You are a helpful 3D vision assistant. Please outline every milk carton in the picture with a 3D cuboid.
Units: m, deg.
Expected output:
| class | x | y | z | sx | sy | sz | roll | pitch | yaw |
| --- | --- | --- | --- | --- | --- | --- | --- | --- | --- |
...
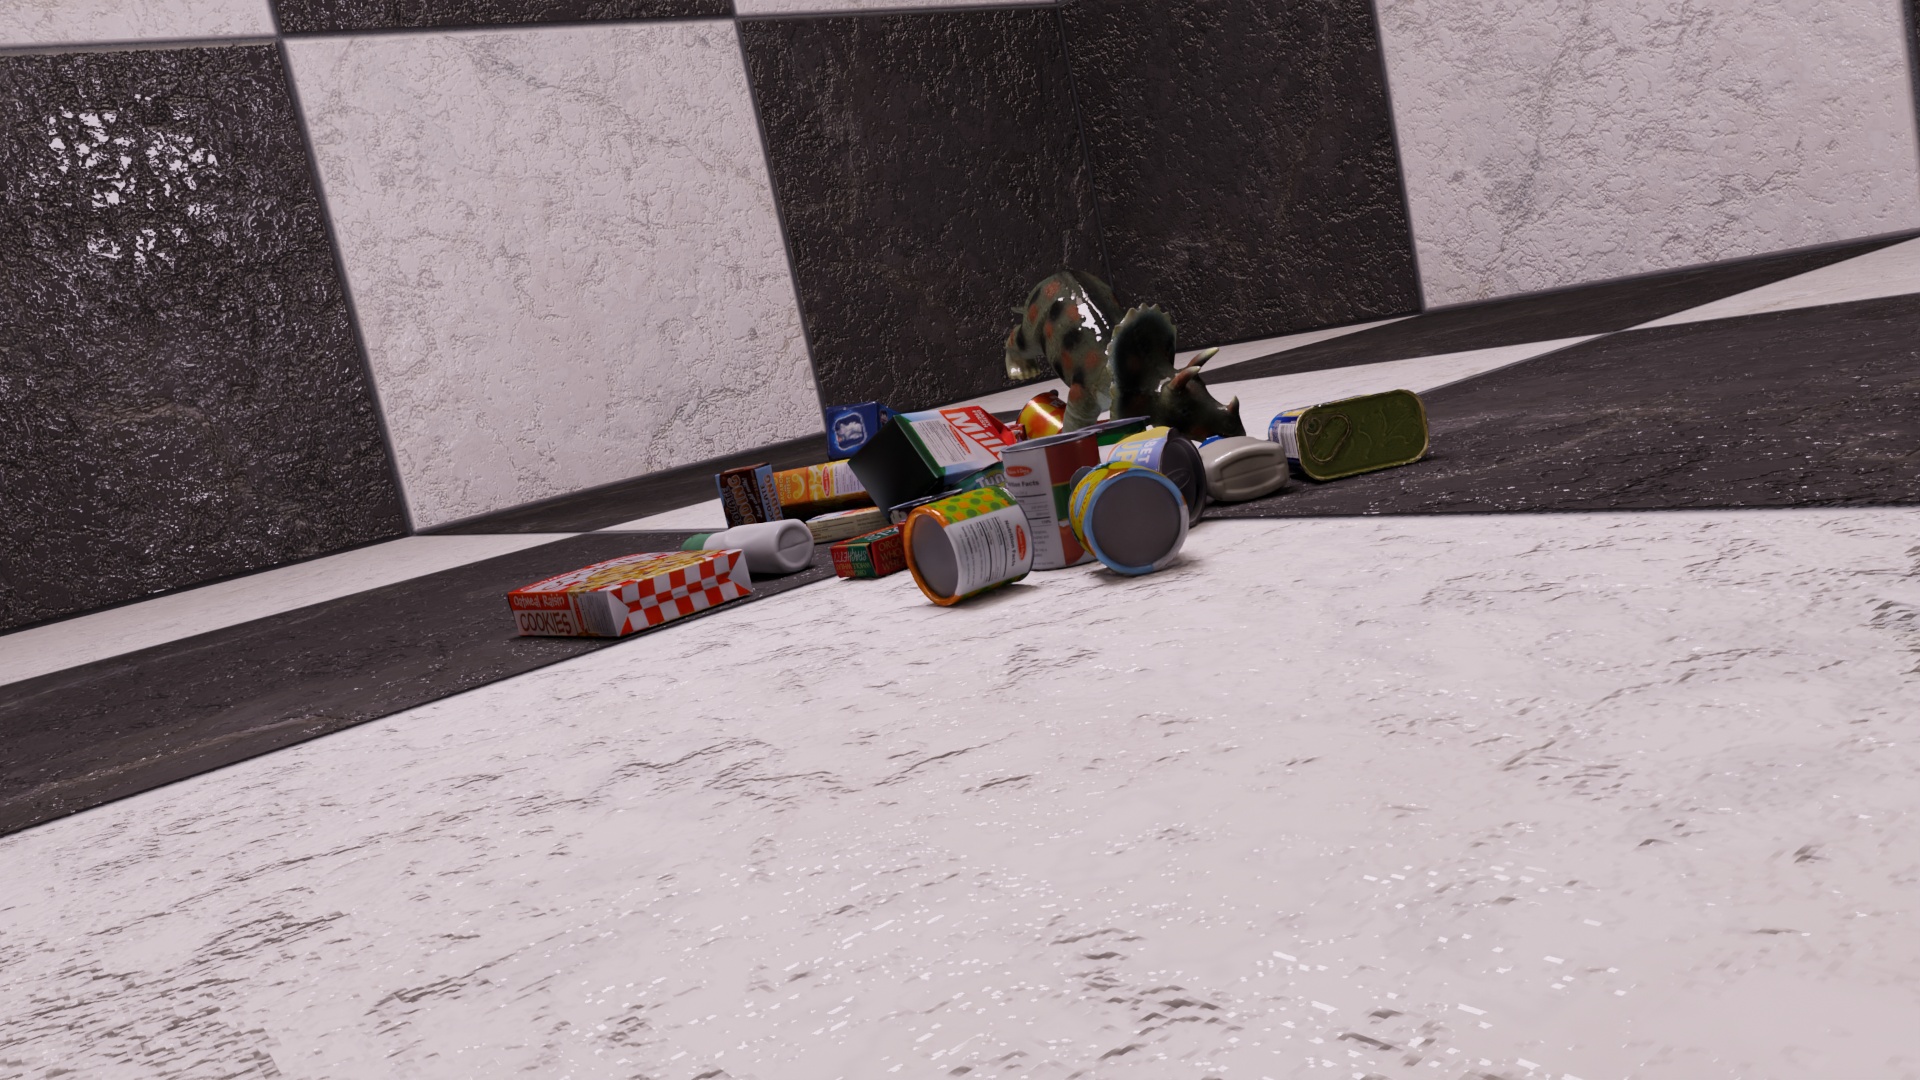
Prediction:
| class | x | y | z | sx | sy | sz | roll | pitch | yaw |
| --- | --- | --- | --- | --- | --- | --- | --- | --- | --- |
| milk carton | -0.012 | -0.075 | 1.312 | 0.072 | 0.073 | 0.191 | -43 | -15 | 30 |

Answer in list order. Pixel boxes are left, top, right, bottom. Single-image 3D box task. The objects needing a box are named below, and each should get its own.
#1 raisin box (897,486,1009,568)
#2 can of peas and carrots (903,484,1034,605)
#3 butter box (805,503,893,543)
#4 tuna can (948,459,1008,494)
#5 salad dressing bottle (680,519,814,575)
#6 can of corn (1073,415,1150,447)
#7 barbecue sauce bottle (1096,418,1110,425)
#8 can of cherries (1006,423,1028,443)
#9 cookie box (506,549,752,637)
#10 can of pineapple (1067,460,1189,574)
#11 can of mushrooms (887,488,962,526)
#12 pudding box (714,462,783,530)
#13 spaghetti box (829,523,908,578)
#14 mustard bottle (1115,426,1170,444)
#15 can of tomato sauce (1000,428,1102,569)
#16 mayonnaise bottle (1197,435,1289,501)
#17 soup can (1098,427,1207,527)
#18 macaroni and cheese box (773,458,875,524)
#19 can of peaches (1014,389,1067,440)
| class | x | y | z | sx | sy | sz | roll | pitch | yaw |
| --- | --- | --- | --- | --- | --- | --- | --- | --- | --- |
| raisin box | 0.026 | -0.013 | 1.057 | 0.124 | 0.040 | 0.086 | -20 | 12 | -40 |
| can of peas and carrots | 0.003 | 0.003 | 0.888 | 0.059 | 0.071 | 0.071 | -18 | 10 | -32 |
| butter box | -0.090 | -0.020 | 1.323 | 0.103 | 0.024 | 0.053 | -9 | 9 | 19 |
| tuna can | 0.026 | -0.046 | 1.238 | 0.071 | 0.033 | 0.071 | -25 | -5 | -2 |
| salad dressing bottle | -0.189 | 0.009 | 1.210 | 0.147 | 0.044 | 0.064 | -5 | 12 | 46 |
| can of corn | 0.143 | -0.078 | 1.266 | 0.071 | 0.058 | 0.071 | -12 | 8 | 2 |
| barbecue sauce bottle | 0.129 | -0.114 | 1.590 | 0.148 | 0.043 | 0.065 | -6 | 9 | 35 |
| can of cherries | 0.046 | -0.092 | 1.503 | 0.071 | 0.058 | 0.071 | -12 | 8 | 2 |
| cookie box | -0.266 | 0.041 | 1.108 | 0.123 | 0.040 | 0.167 | -19 | 11 | -42 |
| can of pineapple | 0.102 | -0.016 | 0.864 | 0.071 | 0.071 | 0.058 | -12 | 8 | -4 |
| can of mushrooms | -0.026 | -0.020 | 1.186 | 0.071 | 0.033 | 0.071 | -14 | 5 | 1 |
| pudding box | -0.203 | -0.030 | 1.351 | 0.049 | 0.083 | 0.030 | -8 | 9 | 28 |
| spaghetti box | 0.004 | -0.014 | 1.134 | 0.251 | 0.028 | 0.050 | -19 | 11 | -42 |
| mustard bottle | 0.134 | -0.053 | 1.114 | 0.065 | 0.049 | 0.160 | -44 | 9 | -12 |
| can of tomato sauce | 0.069 | -0.029 | 0.946 | 0.071 | 0.083 | 0.071 | -12 | 8 | 2 |
| mayonnaise bottle | 0.216 | -0.060 | 1.104 | 0.065 | 0.041 | 0.148 | -15 | 7 | 3 |
| soup can | 0.124 | -0.041 | 0.995 | 0.083 | 0.071 | 0.071 | -6 | 10 | 38 |
| macaroni and cheese box | -0.117 | -0.048 | 1.395 | 0.166 | 0.040 | 0.124 | -8 | -9 | 29 |
| can of peaches | 0.104 | -0.123 | 1.531 | 0.071 | 0.071 | 0.058 | -18 | 45 | -38 |
